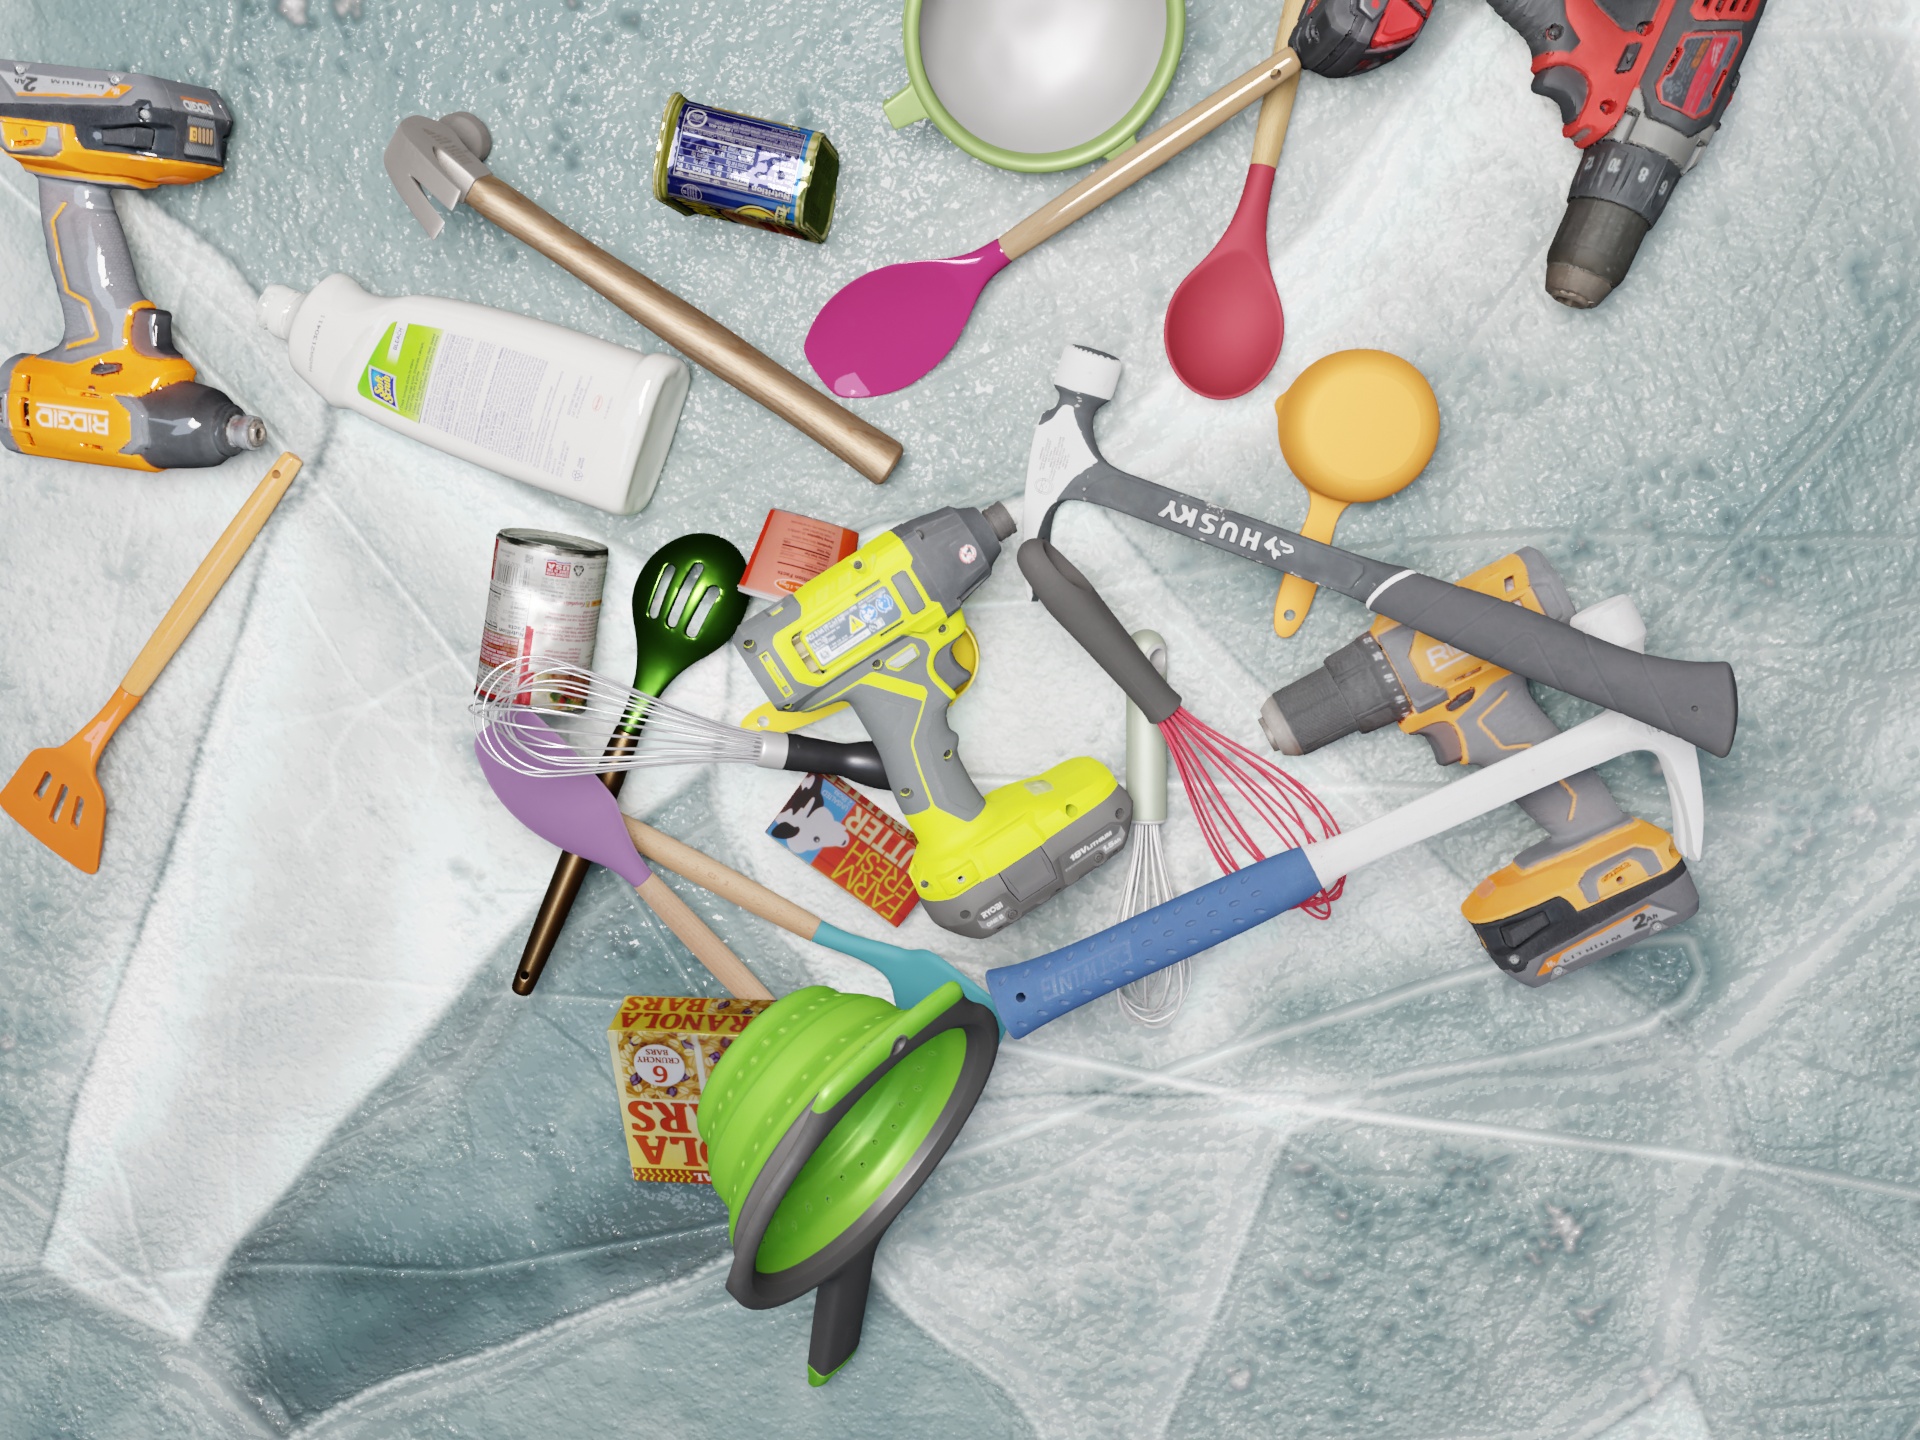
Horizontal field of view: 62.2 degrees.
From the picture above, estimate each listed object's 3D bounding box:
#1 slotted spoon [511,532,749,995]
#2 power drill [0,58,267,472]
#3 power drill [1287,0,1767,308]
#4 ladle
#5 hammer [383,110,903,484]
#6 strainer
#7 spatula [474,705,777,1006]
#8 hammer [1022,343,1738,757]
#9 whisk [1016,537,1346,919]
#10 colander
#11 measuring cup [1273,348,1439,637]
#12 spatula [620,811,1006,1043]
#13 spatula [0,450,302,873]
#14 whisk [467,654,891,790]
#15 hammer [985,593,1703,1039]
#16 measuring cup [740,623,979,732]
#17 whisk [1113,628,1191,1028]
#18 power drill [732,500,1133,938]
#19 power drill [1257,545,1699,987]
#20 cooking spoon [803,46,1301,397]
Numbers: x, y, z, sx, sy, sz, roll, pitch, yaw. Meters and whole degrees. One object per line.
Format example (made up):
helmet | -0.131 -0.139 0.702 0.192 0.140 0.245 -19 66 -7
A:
slotted spoon | -0.213 0.030 0.981 0.070 0.031 0.313 25 97 4
power drill | -0.488 -0.261 0.940 0.164 0.084 0.226 9 105 8
power drill | 0.293 -0.342 0.842 0.226 0.080 0.188 22 98 -7
ladle | 0.174 -0.337 0.889 0.069 0.031 0.315 11 100 -4
hammer | -0.176 -0.237 0.910 0.331 0.130 0.031 33 115 -10
strainer | 0.054 -0.423 0.832 0.151 0.069 0.256 8 126 -12
spatula | -0.181 0.118 0.985 0.060 0.018 0.315 -36 107 16
hammer | 0.211 -0.073 0.860 0.409 0.036 0.149 25 107 24
whisk | 0.130 0.008 0.914 0.073 0.073 0.295 -38 107 11
colander | -0.089 0.275 0.942 0.095 0.204 0.396 36 139 25
measuring cup | 0.215 -0.128 0.910 0.095 0.052 0.173 18 100 2
spatula | -0.116 0.125 0.996 0.317 0.044 0.082 28 125 2
spatula | -0.512 -0.040 1.017 0.081 0.041 0.322 38 98 -2
whisk | -0.142 0.013 0.934 0.284 0.070 0.070 9 102 -19
hammer | 0.207 0.082 0.877 0.405 0.035 0.144 -26 88 8
measuring cup | -0.061 -0.023 0.973 0.156 0.029 0.062 -20 98 11
whisk | 0.113 0.067 0.965 0.057 0.059 0.246 -6 99 -38
power drill | -0.001 -0.003 0.915 0.171 0.080 0.223 -33 108 -4
power drill | 0.297 0.037 0.922 0.185 0.084 0.226 -27 92 10
cooking spoon | 0.047 -0.279 0.894 0.319 0.017 0.068 -29 114 20
